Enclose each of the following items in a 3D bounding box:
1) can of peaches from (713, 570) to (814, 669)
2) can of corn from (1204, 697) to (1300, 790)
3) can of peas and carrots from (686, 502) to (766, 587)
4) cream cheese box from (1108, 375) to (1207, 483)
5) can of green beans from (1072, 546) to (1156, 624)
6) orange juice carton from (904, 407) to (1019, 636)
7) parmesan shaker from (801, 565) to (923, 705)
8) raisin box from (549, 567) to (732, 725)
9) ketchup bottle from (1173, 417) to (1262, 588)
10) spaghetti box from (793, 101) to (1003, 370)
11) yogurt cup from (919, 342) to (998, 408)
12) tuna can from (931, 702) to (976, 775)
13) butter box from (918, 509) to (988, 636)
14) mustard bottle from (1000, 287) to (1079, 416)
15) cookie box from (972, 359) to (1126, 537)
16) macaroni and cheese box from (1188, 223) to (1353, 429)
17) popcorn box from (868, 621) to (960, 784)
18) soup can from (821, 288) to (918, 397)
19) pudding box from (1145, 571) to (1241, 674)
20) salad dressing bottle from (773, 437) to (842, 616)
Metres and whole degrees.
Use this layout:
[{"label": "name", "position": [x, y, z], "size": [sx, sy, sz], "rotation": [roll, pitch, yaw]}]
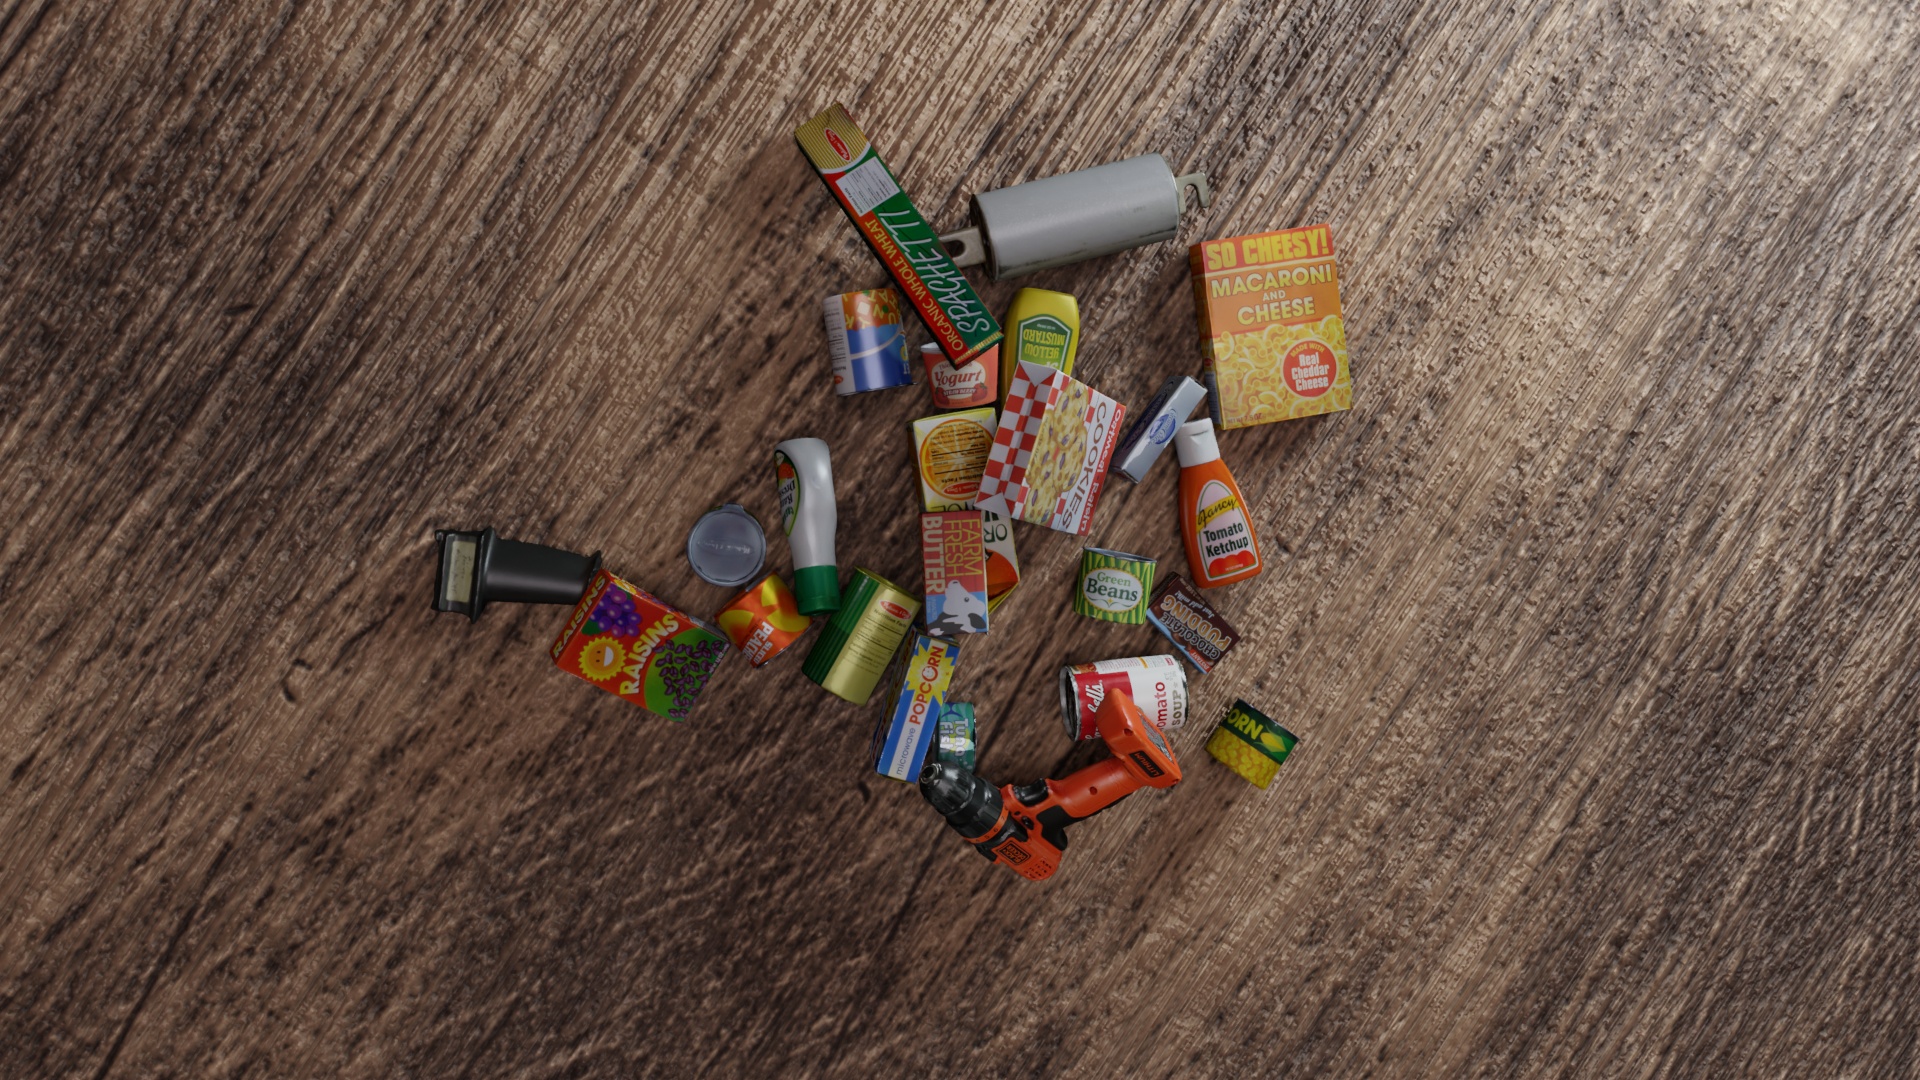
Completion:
[{"label": "can of peaches", "position": [-0.169, 0.068, 1.186], "size": [0.071, 0.071, 0.058], "rotation": [-37, 98, -4]}, {"label": "can of corn", "position": [0.262, 0.183, 1.258], "size": [0.071, 0.071, 0.058], "rotation": [34, 90, -9]}, {"label": "can of peas and carrots", "position": [-0.198, 0.001, 1.182], "size": [0.071, 0.059, 0.071], "rotation": [-1, 94, -8]}, {"label": "cream cheese box", "position": [0.172, -0.099, 1.230], "size": [0.024, 0.053, 0.104], "rotation": [37, 89, -12]}, {"label": "can of green beans", "position": [0.136, 0.040, 1.229], "size": [0.071, 0.071, 0.057], "rotation": [10, 94, -9]}, {"label": "orange juice carton", "position": [0.004, -0.015, 1.203], "size": [0.073, 0.072, 0.192], "rotation": [-10, 96, -7]}, {"label": "parmesan shaker", "position": [-0.088, 0.081, 1.200], "size": [0.071, 0.071, 0.103], "rotation": [30, 91, -9]}, {"label": "raisin box", "position": [-0.269, 0.090, 1.170], "size": [0.123, 0.040, 0.086], "rotation": [32, 91, -31]}, {"label": "ketchup bottle", "position": [0.224, -0.035, 1.248], "size": [0.065, 0.043, 0.148], "rotation": [-16, 96, -7]}, {"label": "spaghetti box", "position": [-0.052, -0.254, 1.161], "size": [0.050, 0.028, 0.250], "rotation": [-34, 81, -3]}, {"label": "yogurt cup", "position": [0.002, -0.145, 1.198], "size": [0.072, 0.072, 0.053], "rotation": [-8, 104, -7]}, {"label": "tuna can", "position": [-0.006, 0.175, 1.217], "size": [0.033, 0.071, 0.071], "rotation": [1, 95, -7]}, {"label": "butter box", "position": [-0.006, 0.026, 1.155], "size": [0.053, 0.024, 0.103], "rotation": [-4, 95, -7]}, {"label": "mustard bottle", "position": [0.065, -0.138, 1.214], "size": [0.065, 0.049, 0.160], "rotation": [7, 93, -5]}, {"label": "cookie box", "position": [0.078, -0.073, 1.168], "size": [0.040, 0.167, 0.123], "rotation": [18, 93, 26]}, {"label": "macaroni and cheese box", "position": [0.277, -0.191, 1.245], "size": [0.124, 0.040, 0.166], "rotation": [-10, 96, -7]}, {"label": "popcorn box", "position": [-0.041, 0.138, 1.202], "size": [0.038, 0.085, 0.126], "rotation": [18, 92, -8]}, {"label": "soup can", "position": [-0.077, -0.168, 1.183], "size": [0.071, 0.071, 0.083], "rotation": [-9, 96, -7]}, {"label": "pudding box", "position": [0.207, 0.075, 1.261], "size": [0.049, 0.030, 0.083], "rotation": [-44, 99, -2]}, {"label": "salad dressing bottle", "position": [-0.128, -0.011, 1.177], "size": [0.044, 0.064, 0.148], "rotation": [-3, 78, -28]}]
